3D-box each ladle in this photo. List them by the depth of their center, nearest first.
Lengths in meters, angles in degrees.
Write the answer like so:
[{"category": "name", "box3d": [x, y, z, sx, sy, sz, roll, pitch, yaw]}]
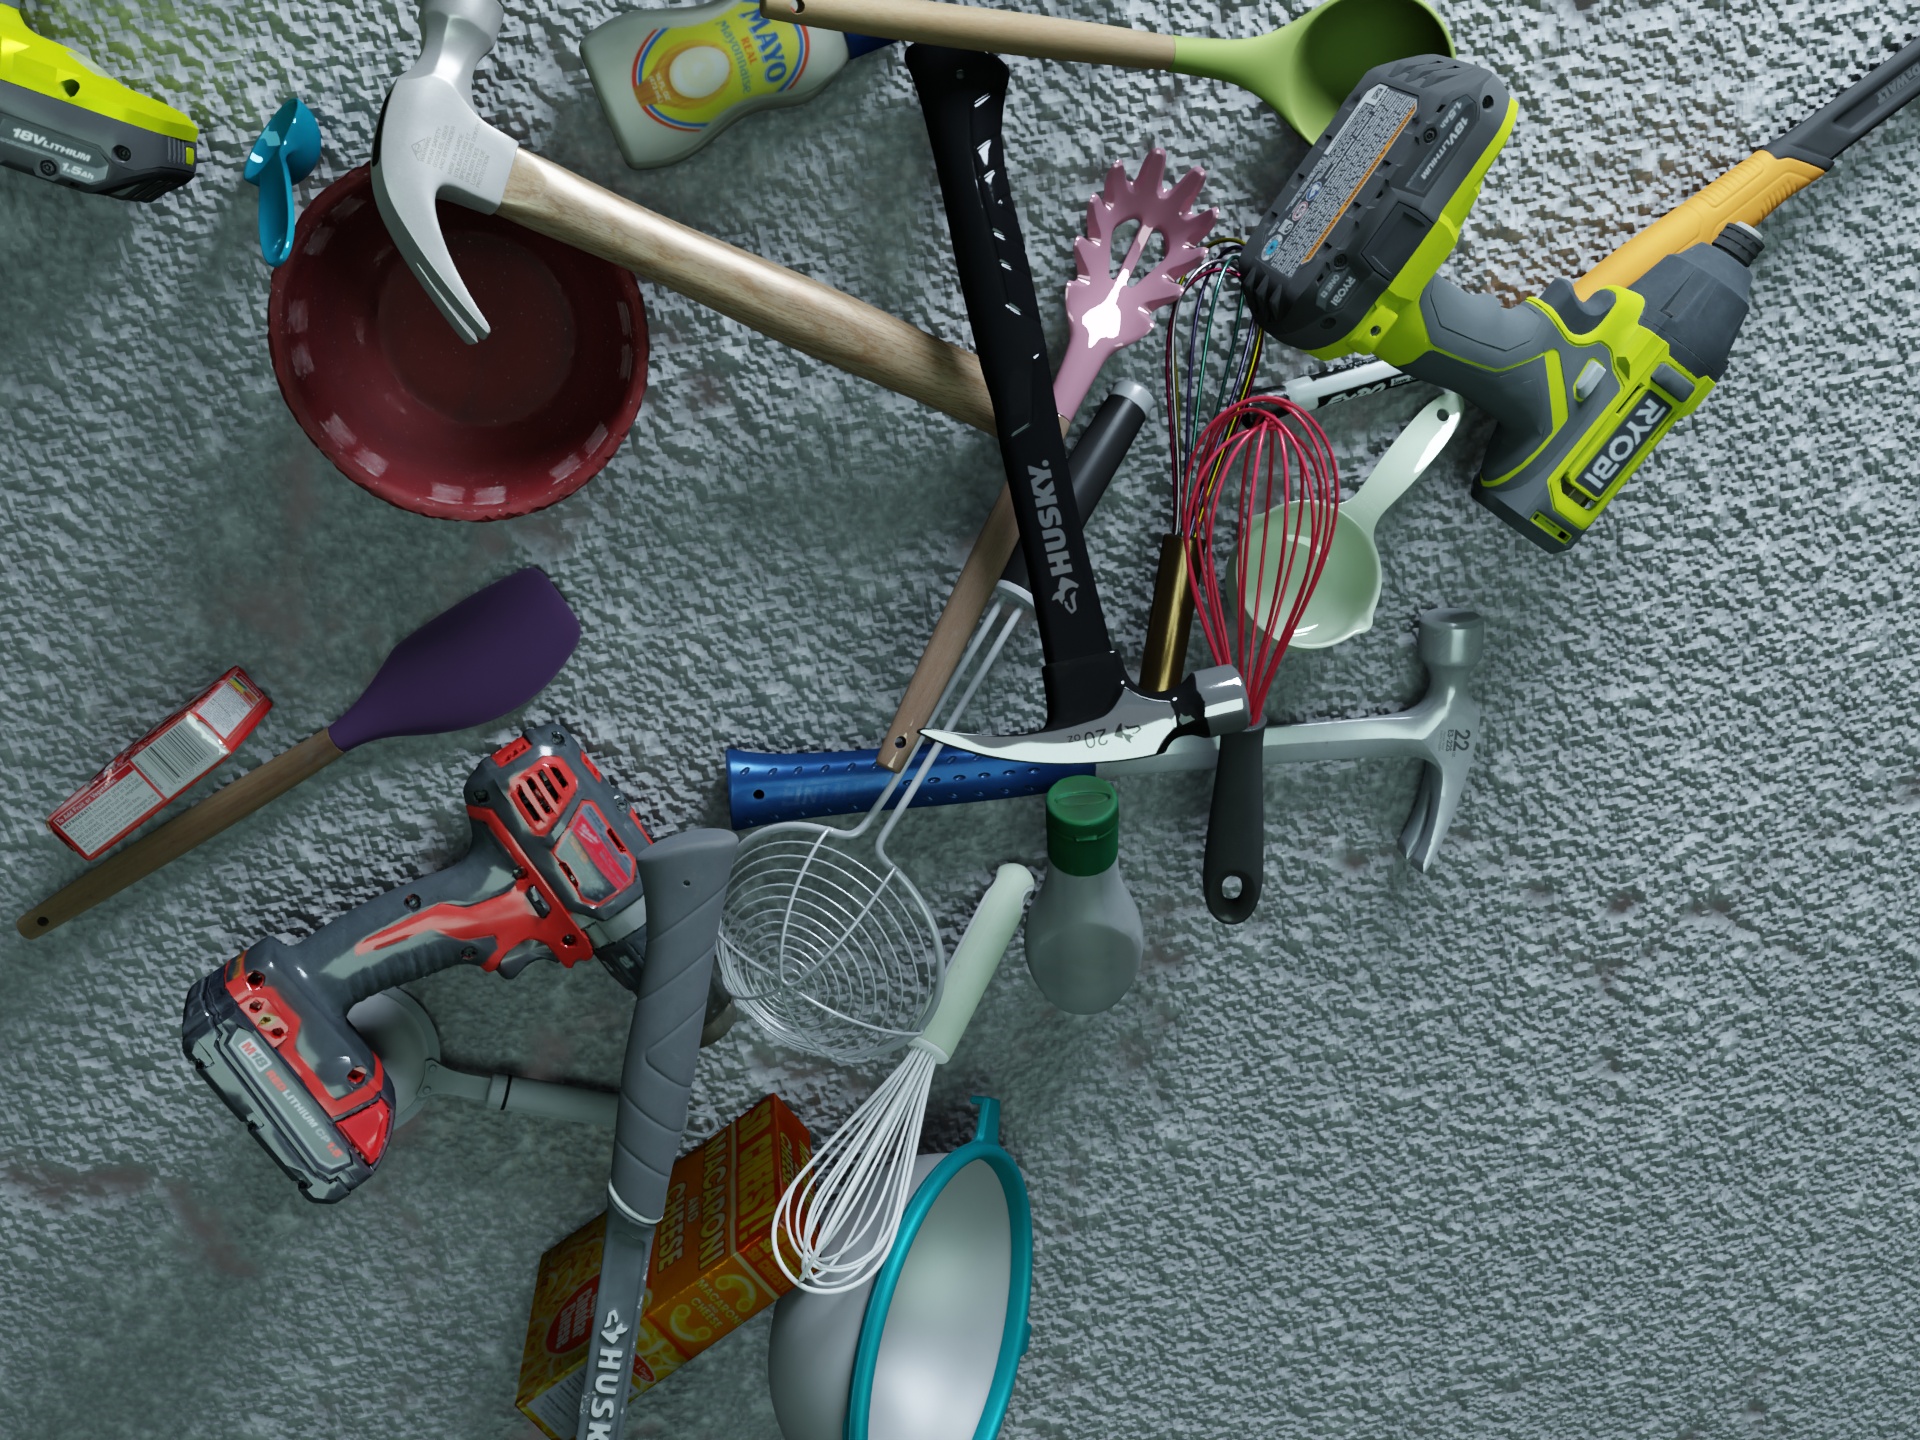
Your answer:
[{"category": "ladle", "box3d": [0.072, -0.297, 0.700, 0.320, 0.062, 0.078, -1, 113, -19]}]

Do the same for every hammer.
[{"category": "hammer", "box3d": [-0.092, -0.188, 0.705, 0.331, 0.031, 0.130, 19, 84, -29]}, {"category": "hammer", "box3d": [0.023, -0.141, 0.715, 0.146, 0.035, 0.335, -12, 89, -4]}, {"category": "hammer", "box3d": [-0.153, 0.249, 0.759, 0.149, 0.036, 0.409, 10, 99, -5]}, {"category": "hammer", "box3d": [0.404, -0.261, 0.803, 0.337, 0.034, 0.127, -35, 109, 4]}, {"category": "hammer", "box3d": [0.081, 0.026, 0.846, 0.405, 0.035, 0.144, -5, 109, -8]}]

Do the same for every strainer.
[{"category": "strainer", "box3d": [-0.070, 0.357, 0.817, 0.095, 0.340, 0.210, 6, 119, 26]}, {"category": "strainer", "box3d": [-0.254, 0.196, 0.849, 0.258, 0.050, 0.087, 14, 91, -17]}]

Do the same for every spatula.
[{"category": "spatula", "box3d": [-0.329, 0.025, 0.788, 0.316, 0.018, 0.059, -31, 111, 1]}]

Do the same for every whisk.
[{"category": "whisk", "box3d": [0.140, -0.017, 0.780, 0.073, 0.073, 0.295, -7, 122, -7]}, {"category": "whisk", "box3d": [0.113, -0.114, 0.790, 0.047, 0.051, 0.245, 11, 101, 11]}, {"category": "whisk", "box3d": [-0.021, 0.175, 0.813, 0.059, 0.057, 0.246, 23, 62, 13]}]

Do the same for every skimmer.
[{"category": "skimmer", "box3d": [-0.001, -0.003, 0.791, 0.127, 0.090, 0.363, 28, 81, 12]}]

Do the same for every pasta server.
[{"category": "pasta server", "box3d": [0.034, -0.120, 0.744, 0.060, 0.040, 0.316, 26, 84, -2]}]

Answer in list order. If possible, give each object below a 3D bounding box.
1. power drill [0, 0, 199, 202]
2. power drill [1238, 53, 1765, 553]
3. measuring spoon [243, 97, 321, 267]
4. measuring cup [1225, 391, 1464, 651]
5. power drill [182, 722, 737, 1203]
[{"category": "power drill", "box3d": [-0.345, -0.333, 0.635, 0.190, 0.080, 0.228, 17, 102, -14]}, {"category": "power drill", "box3d": [0.256, -0.197, 0.736, 0.223, 0.080, 0.171, 26, 110, -26]}, {"category": "measuring spoon", "box3d": [-0.278, -0.218, 0.664, 0.042, 0.129, 0.021, -42, 135, 18]}, {"category": "measuring cup", "box3d": [0.203, -0.105, 0.825, 0.083, 0.038, 0.167, 42, 80, -1]}, {"category": "power drill", "box3d": [-0.237, 0.134, 0.786, 0.227, 0.080, 0.187, -37, 108, -15]}]
